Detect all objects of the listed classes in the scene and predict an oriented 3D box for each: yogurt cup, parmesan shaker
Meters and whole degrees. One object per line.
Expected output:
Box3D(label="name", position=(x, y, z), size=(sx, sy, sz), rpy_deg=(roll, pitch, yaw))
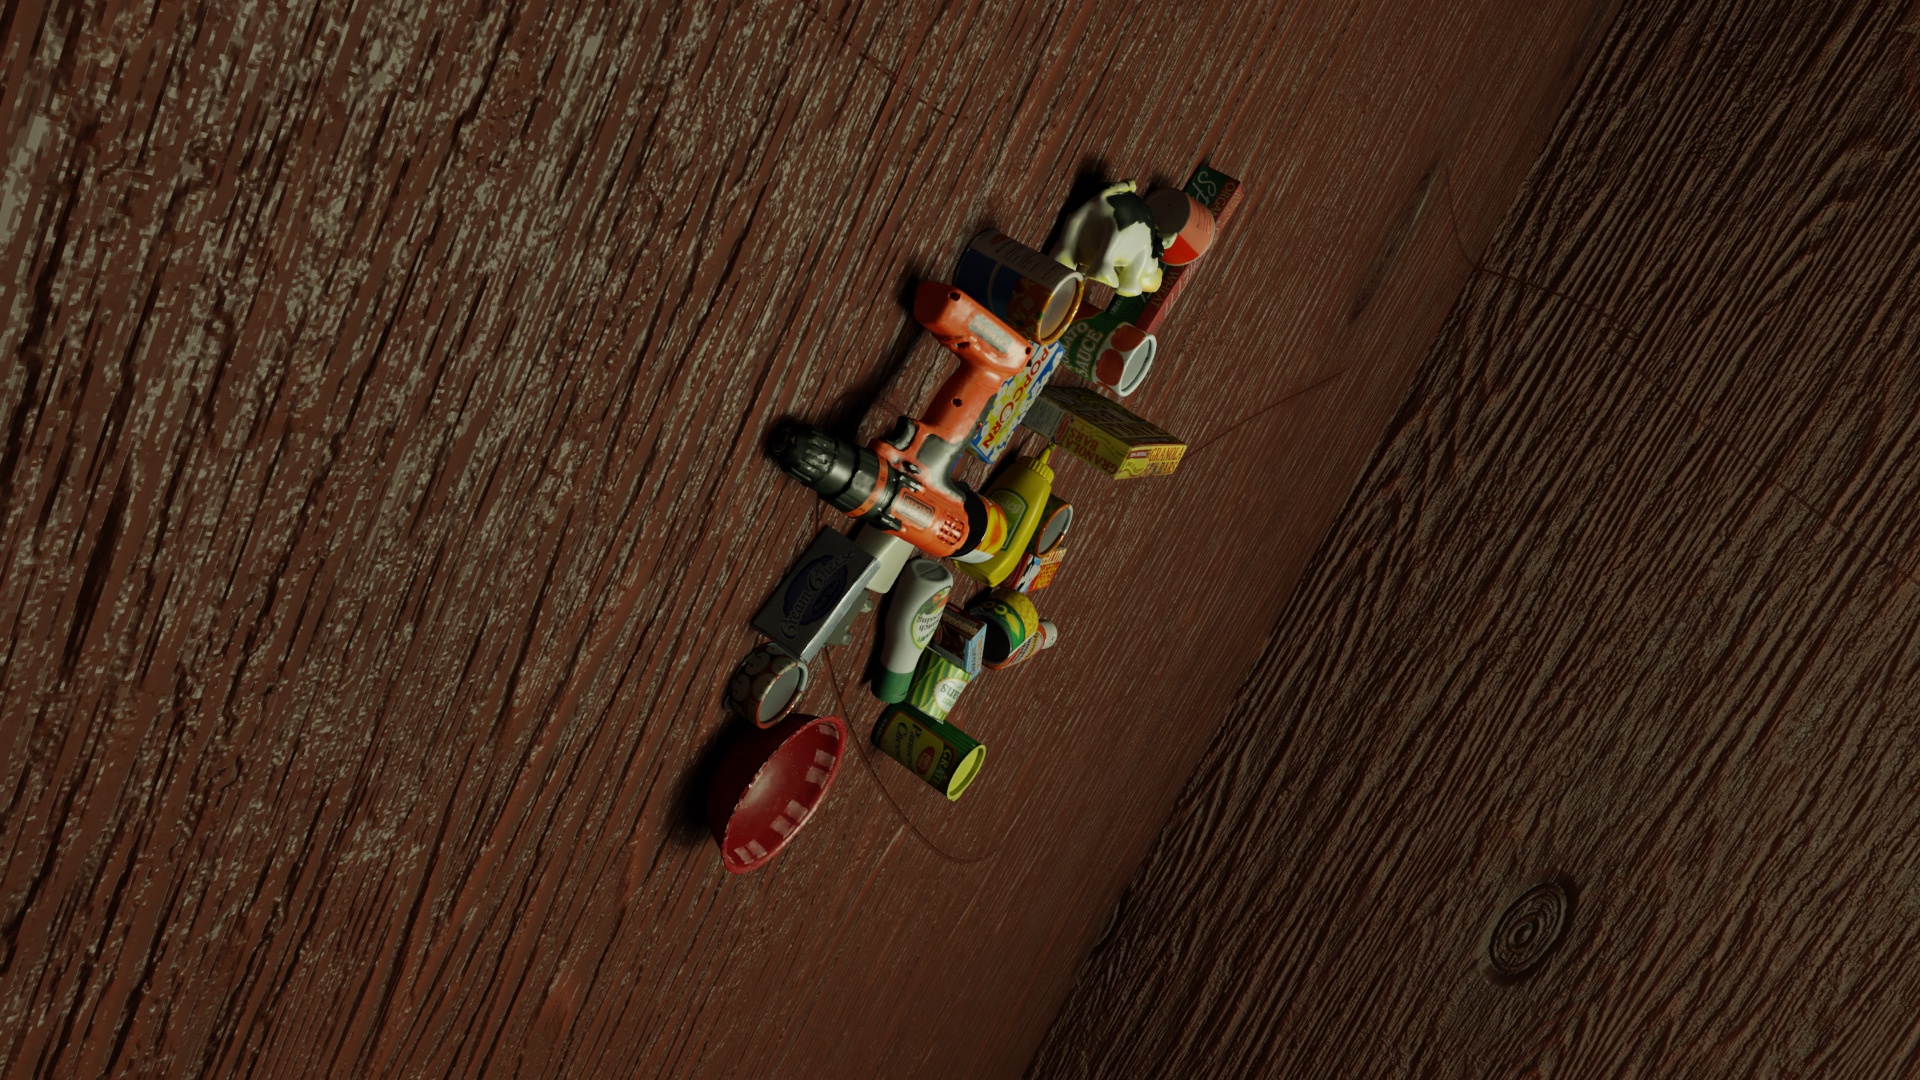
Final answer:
Box3D(label="yogurt cup", position=(0.206, -0.307, 1.346), size=(0.072, 0.072, 0.054), rpy_deg=(-61, 150, 6))
Box3D(label="parmesan shaker", position=(-0.035, 0.218, 1.460), size=(0.071, 0.103, 0.071), rpy_deg=(-46, 155, -29))

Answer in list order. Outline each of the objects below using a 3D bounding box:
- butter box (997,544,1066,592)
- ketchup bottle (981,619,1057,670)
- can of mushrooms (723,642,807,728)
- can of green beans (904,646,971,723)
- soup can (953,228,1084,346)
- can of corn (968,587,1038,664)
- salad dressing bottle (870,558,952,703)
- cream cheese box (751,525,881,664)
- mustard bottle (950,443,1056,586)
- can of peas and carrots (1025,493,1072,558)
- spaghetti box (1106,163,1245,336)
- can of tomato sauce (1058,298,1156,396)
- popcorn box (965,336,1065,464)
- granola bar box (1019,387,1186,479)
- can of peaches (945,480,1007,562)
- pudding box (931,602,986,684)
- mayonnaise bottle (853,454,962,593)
Box3D(label="butter box", position=(0.082, 0.029, 1.570), size=(0.104, 0.024, 0.053), rpy_deg=(-8, 126, -63))
Box3D(label="ketchup bottle", position=(0.070, 0.115, 1.633), size=(0.064, 0.043, 0.149), rpy_deg=(-64, 158, 13))
Box3D(label="can of mushrooms", position=(-0.161, 0.123, 1.156), size=(0.071, 0.033, 0.070), rpy_deg=(-47, 156, -28))
Box3D(label="can of green beans", position=(-0.031, 0.145, 1.422), size=(0.058, 0.071, 0.071), rpy_deg=(-57, 158, -4))
Box3D(label="soup can", position=(0.046, -0.199, 1.111), size=(0.071, 0.084, 0.071), rpy_deg=(-46, 156, -28))
Box3D(label="can of corn", position=(0.042, 0.090, 1.512), size=(0.058, 0.071, 0.070), rpy_deg=(-37, 150, -44))
Box3D(label="salad dressing bottle", position=(-0.050, 0.089, 1.336), size=(0.064, 0.044, 0.147), rpy_deg=(-25, 141, -53))
Box3D(label="cream cheese box", position=(-0.115, 0.044, 1.123), size=(0.104, 0.053, 0.024), rpy_deg=(-53, 160, -13))
Box3D(label="mustard bottle", position=(0.051, -0.034, 1.374), size=(0.160, 0.065, 0.048), rpy_deg=(-59, 164, -14))
Box3D(label="can of peas and carrots", position=(0.073, -0.021, 1.440), size=(0.071, 0.059, 0.070), rpy_deg=(-46, 155, -29))
Box3D(label="spaghetti box", position=(0.202, -0.267, 1.406), size=(0.250, 0.050, 0.028), rpy_deg=(-57, 159, -4))
Box3D(label="can of tomato sauce", position=(0.133, -0.183, 1.322), size=(0.071, 0.083, 0.070), rpy_deg=(-47, 155, -29))
Box3D(label="popcorn box", position=(0.036, -0.138, 1.233), size=(0.127, 0.038, 0.085), rpy_deg=(-57, 157, -3))
Box3D(label="granola bar box", position=(0.141, -0.109, 1.382), size=(0.166, 0.124, 0.039), rpy_deg=(-10, 129, -63))
Box3D(label="can of peaches", position=(0.005, -0.016, 1.288), size=(0.071, 0.071, 0.058), rpy_deg=(-60, 158, 4))
Box3D(label="pudding box", position=(-0.003, 0.109, 1.459), size=(0.030, 0.050, 0.083), rpy_deg=(-45, 155, -34))
Box3D(label="mayonnaise bottle", position=(-0.048, -0.027, 1.195), size=(0.148, 0.041, 0.064), rpy_deg=(-60, 160, 0))
